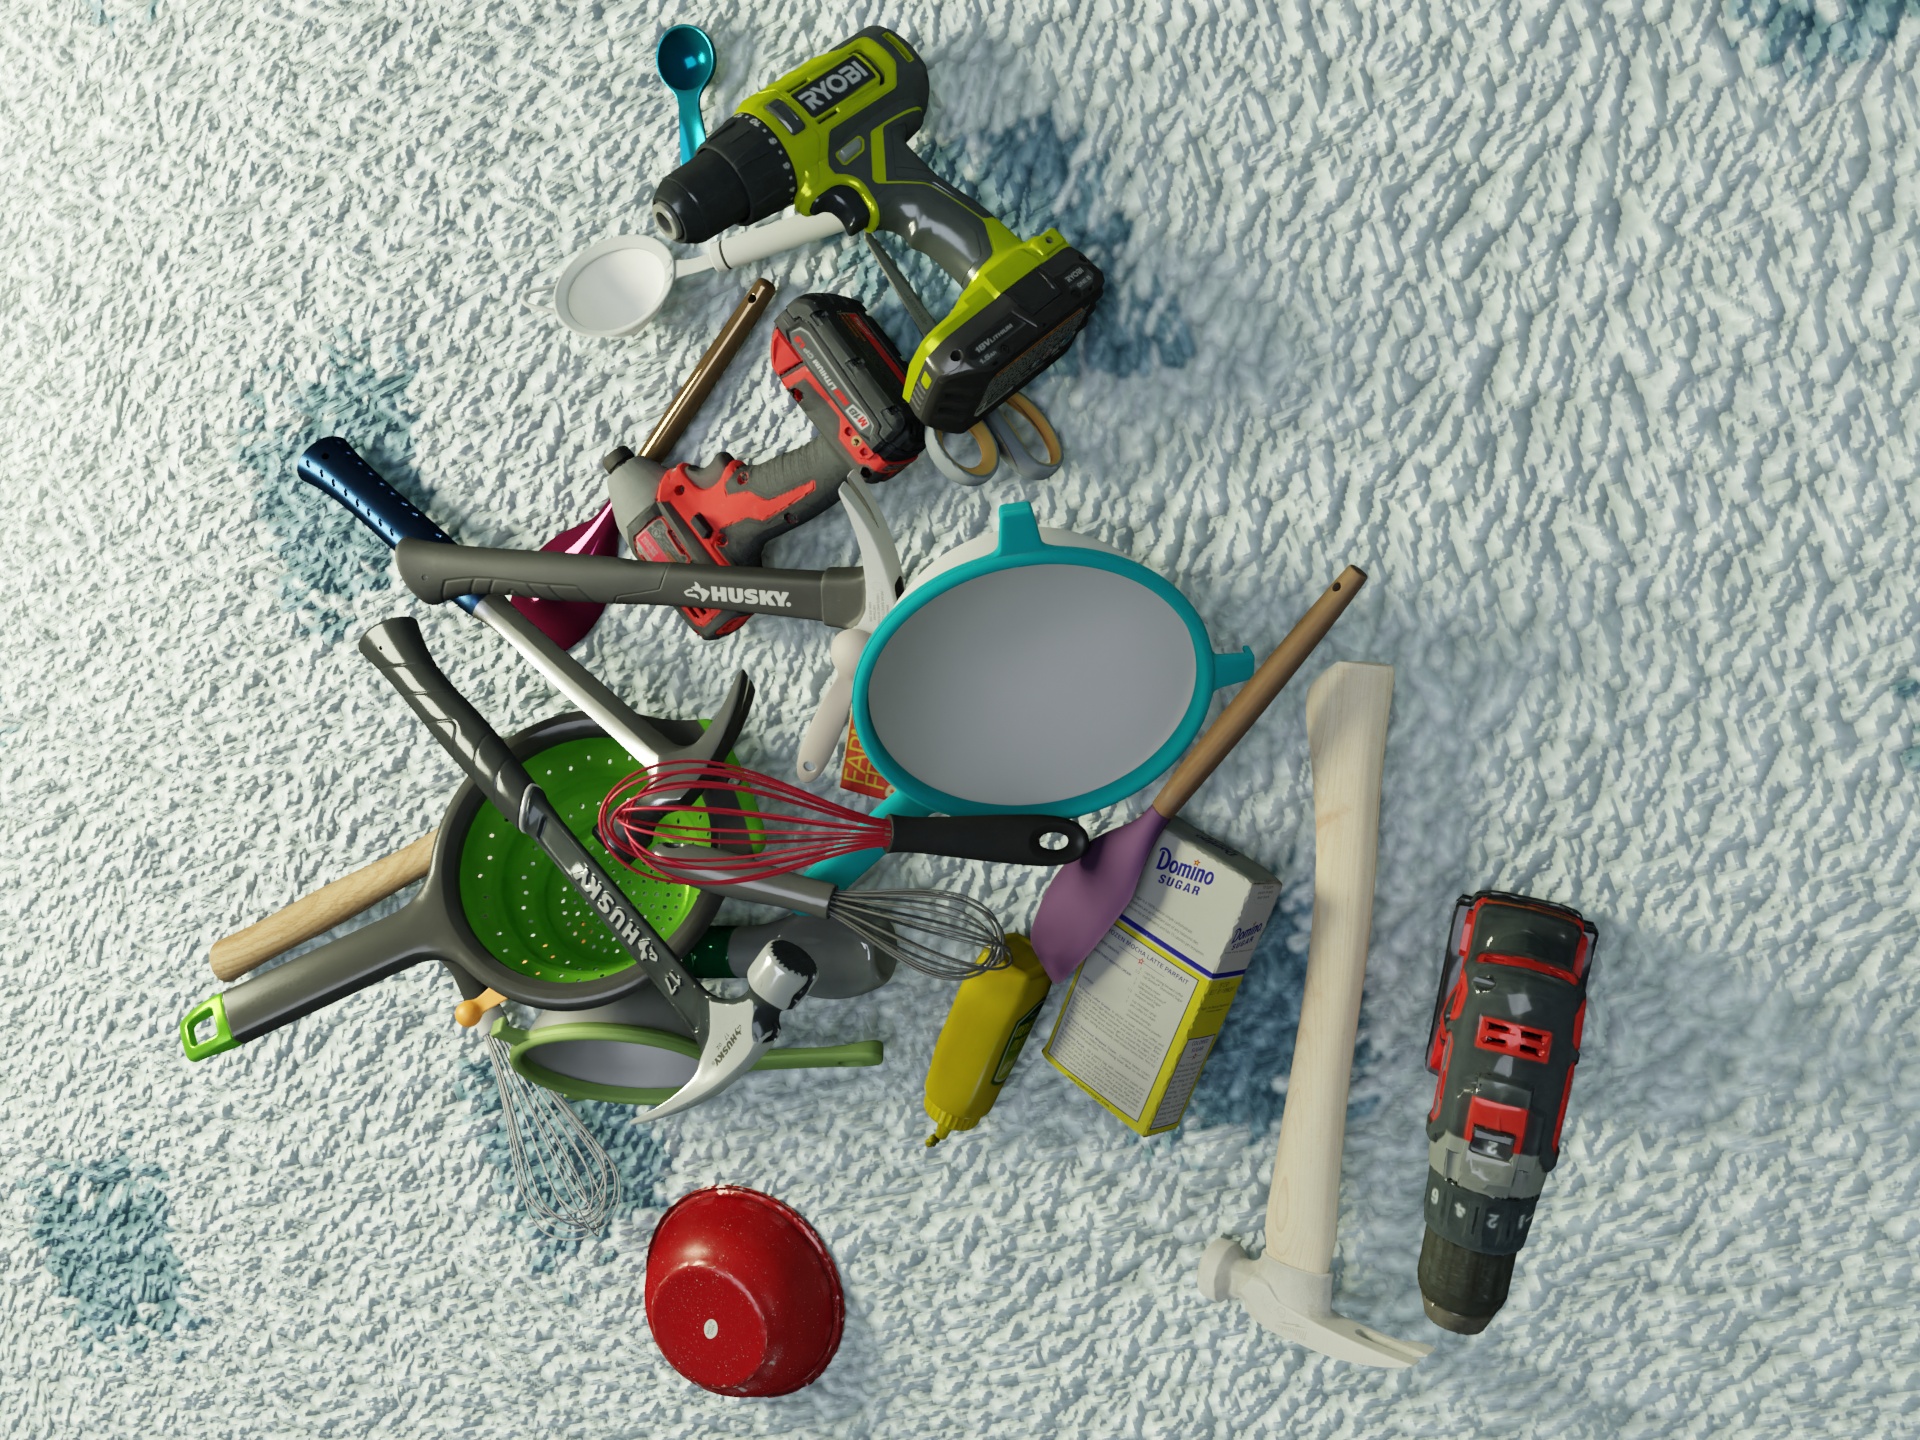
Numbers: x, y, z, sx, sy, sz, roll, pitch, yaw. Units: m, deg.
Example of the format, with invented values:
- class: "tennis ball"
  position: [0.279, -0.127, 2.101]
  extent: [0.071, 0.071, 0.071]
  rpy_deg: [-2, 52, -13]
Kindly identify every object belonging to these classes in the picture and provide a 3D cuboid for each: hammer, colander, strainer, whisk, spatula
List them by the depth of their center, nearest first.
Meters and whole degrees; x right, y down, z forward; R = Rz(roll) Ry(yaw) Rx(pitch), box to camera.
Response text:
- class: "whisk"
  position: [-0.061, 0.064, 0.930]
  extent: [0.295, 0.073, 0.073]
  rpy_deg: [4, 101, -19]
- class: "spatula"
  position: [0.133, 0.033, 0.934]
  extent: [0.315, 0.018, 0.060]
  rpy_deg: [-54, 44, 25]
- class: "hammer"
  position: [0.227, 0.171, 0.941]
  extent: [0.146, 0.038, 0.410]
  rpy_deg: [10, 99, 40]
- class: "strainer"
  position: [-0.002, -0.003, 0.980]
  extent: [0.210, 0.095, 0.340]
  rpy_deg: [29, 124, -29]
- class: "whisk"
  position: [-0.082, 0.114, 0.983]
  extent: [0.239, 0.055, 0.055]
  rpy_deg: [14, 102, 9]
- class: "hammer"
  position: [-0.259, 0.072, 0.992]
  extent: [0.409, 0.036, 0.149]
  rpy_deg: [44, 108, 23]
- class: "hammer"
  position: [-0.198, -0.092, 1.003]
  extent: [0.335, 0.035, 0.146]
  rpy_deg: [5, 120, 10]
- class: "strainer"
  position: [-0.162, -0.298, 1.037]
  extent: [0.258, 0.050, 0.087]
  rpy_deg: [-13, 61, 16]
- class: "colander"
  position: [-0.316, 0.137, 1.066]
  extent: [0.397, 0.094, 0.205]
  rpy_deg: [-25, 66, -4]
- class: "hammer"
  position: [-0.312, -0.077, 1.088]
  extent: [0.406, 0.035, 0.144]
  rpy_deg: [39, 76, 20]
- class: "strainer"
  position: [-0.178, 0.209, 1.089]
  extent: [0.256, 0.151, 0.069]
  rpy_deg: [-4, 59, 8]
- class: "whisk"
  position: [-0.331, 0.249, 1.168]
  extent: [0.070, 0.070, 0.285]
  rpy_deg: [-33, 81, 21]
- class: "hammer"
  position: [-0.453, 0.131, 1.196]
  extent: [0.331, 0.031, 0.130]
  rpy_deg: [-26, 65, 26]

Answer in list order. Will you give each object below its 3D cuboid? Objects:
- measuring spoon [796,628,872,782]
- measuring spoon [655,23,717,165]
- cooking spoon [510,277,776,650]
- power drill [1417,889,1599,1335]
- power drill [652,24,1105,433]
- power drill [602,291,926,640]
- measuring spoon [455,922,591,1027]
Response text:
- class: "measuring spoon"
  position: [-0.080, -0.004, 0.995]
  extent: [0.034, 0.018, 0.124]
  rpy_deg: [24, 123, -2]
- class: "measuring spoon"
  position: [-0.172, -0.387, 1.044]
  extent: [0.042, 0.021, 0.128]
  rpy_deg: [2, 107, 19]
- class: "cooking spoon"
  position: [-0.220, -0.169, 1.087]
  extent: [0.069, 0.017, 0.319]
  rpy_deg: [43, 110, 10]
- class: "power drill"
  position: [0.283, 0.194, 0.838]
  extent: [0.080, 0.226, 0.188]
  rpy_deg: [11, 101, 19]
- class: "power drill"
  position: [-0.047, -0.283, 0.933]
  extent: [0.228, 0.080, 0.190]
  rpy_deg: [46, 67, 5]
- class: "power drill"
  position: [-0.131, -0.167, 1.023]
  extent: [0.219, 0.078, 0.143]
  rpy_deg: [-38, 88, 24]
- class: "measuring spoon"
  position: [-0.317, 0.183, 1.151]
  extent: [0.117, 0.011, 0.021]
  rpy_deg: [-36, 77, -4]
